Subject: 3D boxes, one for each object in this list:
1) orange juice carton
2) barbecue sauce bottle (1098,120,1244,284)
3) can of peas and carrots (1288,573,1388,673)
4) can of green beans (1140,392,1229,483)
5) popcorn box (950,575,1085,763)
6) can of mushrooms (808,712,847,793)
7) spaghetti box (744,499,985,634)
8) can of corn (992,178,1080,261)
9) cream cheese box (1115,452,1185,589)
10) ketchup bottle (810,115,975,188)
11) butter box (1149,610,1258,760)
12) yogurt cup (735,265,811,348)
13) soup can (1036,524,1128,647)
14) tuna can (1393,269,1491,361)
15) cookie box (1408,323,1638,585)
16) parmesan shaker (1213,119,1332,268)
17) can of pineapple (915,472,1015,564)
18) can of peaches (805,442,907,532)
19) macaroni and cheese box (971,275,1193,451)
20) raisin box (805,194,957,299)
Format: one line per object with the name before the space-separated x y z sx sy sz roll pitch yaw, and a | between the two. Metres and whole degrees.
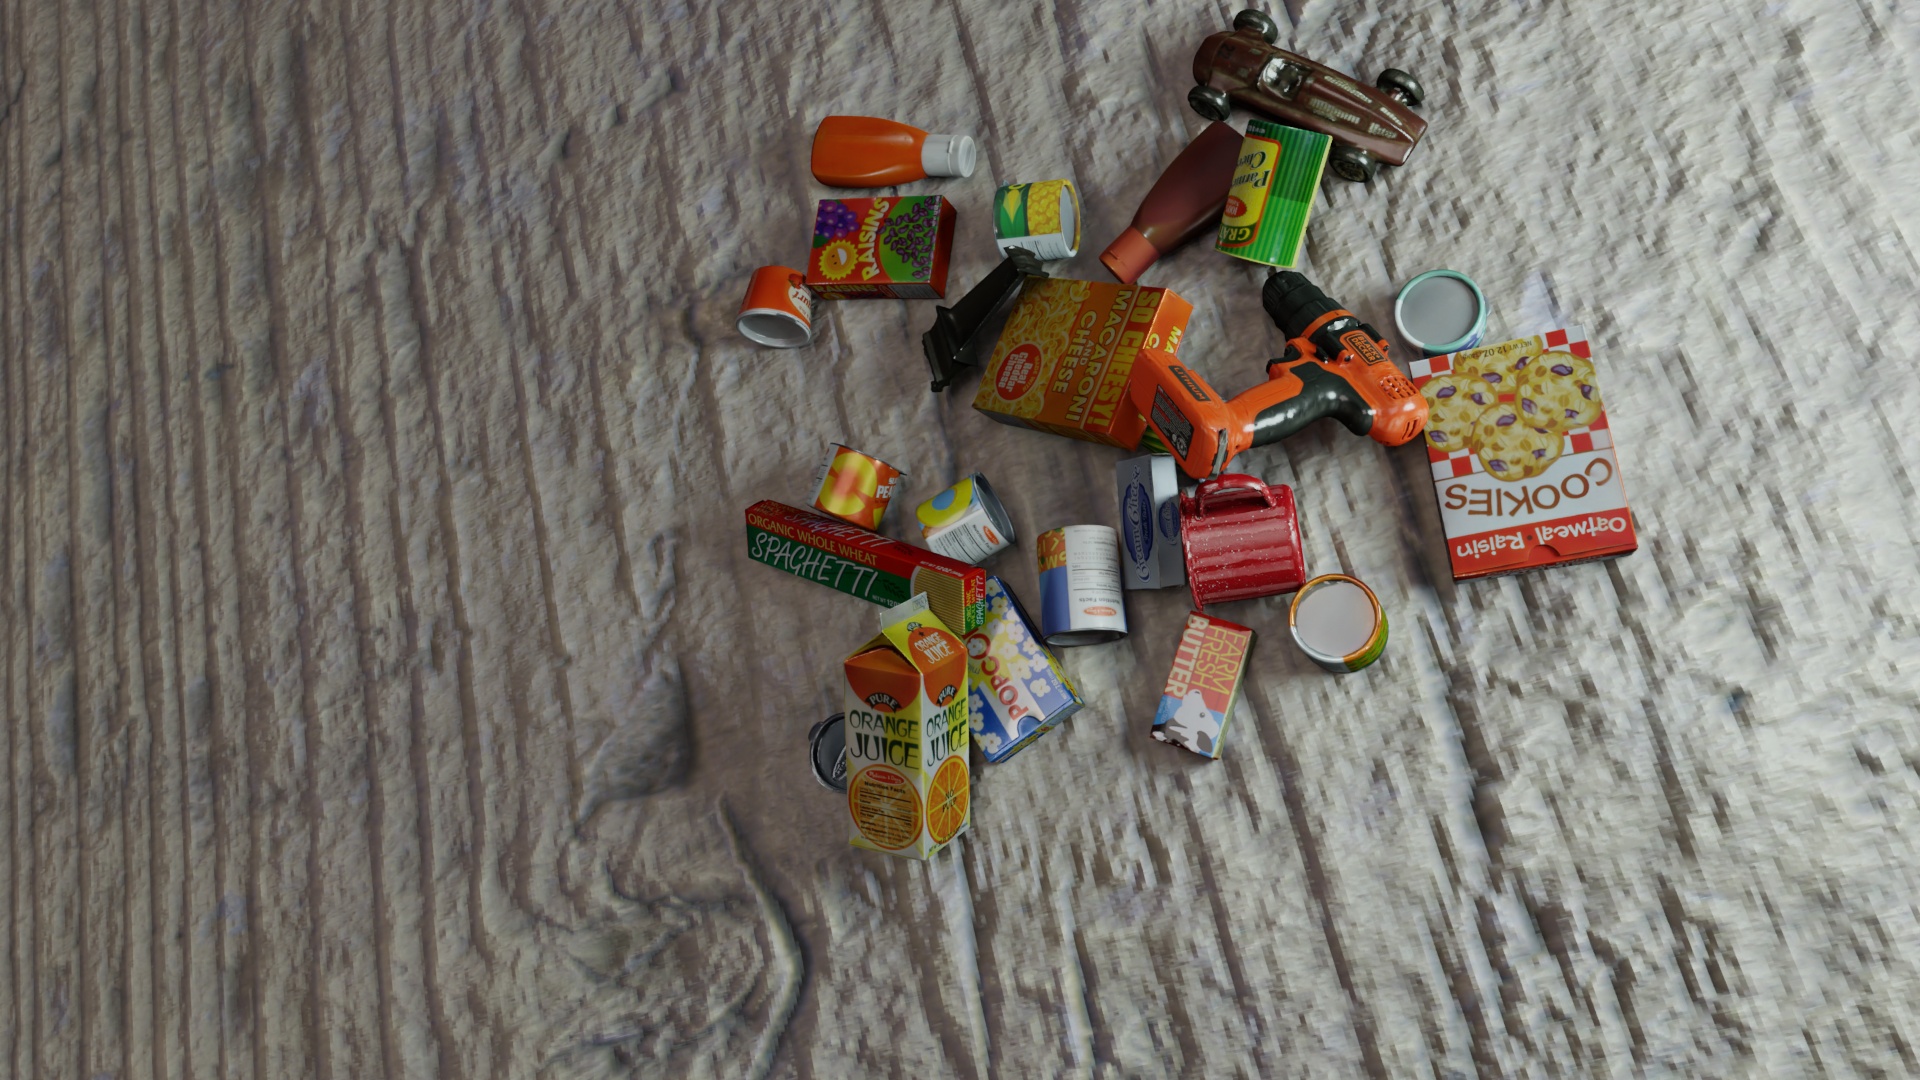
orange juice carton | -0.041 0.140 1.073 0.073 0.072 0.192 5 103 29
barbecue sauce bottle | 0.179 -0.273 1.143 0.148 0.043 0.065 -44 61 7
can of peas and carrots | 0.277 0.059 1.013 0.071 0.058 0.071 -5 76 20
can of green beans | 0.182 -0.087 1.083 0.058 0.071 0.071 35 92 26
popcorn box | 0.030 0.103 1.113 0.085 0.038 0.127 -36 67 9
can of mushrooms | -0.090 0.174 1.146 0.071 0.033 0.071 -5 76 21
spaghetti box | -0.085 0.018 1.149 0.250 0.029 0.050 17 118 36
can of corn | 0.065 -0.272 1.175 0.058 0.071 0.071 -2 77 21
cream cheese box | 0.147 -0.013 1.077 0.053 0.024 0.104 170 97 -65
ketchup bottle | -0.061 -0.350 1.258 0.149 0.043 0.065 9 82 23
butter box | 0.185 0.110 1.056 0.053 0.024 0.103 16 84 24
yogurt cup | -0.166 -0.212 1.256 0.072 0.072 0.054 -1 69 22
soup can | 0.093 0.037 1.090 0.071 0.071 0.084 -9 73 20
tuna can | 0.364 -0.170 1.049 0.071 0.033 0.071 -5 76 21
cookie box | 0.403 -0.061 1.002 0.123 0.040 0.168 -11 73 19
parmesan shaker | 0.243 -0.272 1.087 0.071 0.071 0.102 21 109 25
can of pineapple | 0.004 -0.014 1.138 0.058 0.071 0.071 -29 68 14
can of peaches | -0.089 -0.044 1.182 0.071 0.071 0.058 21 86 25
macaroni and cheese box | 0.095 -0.145 1.112 0.166 0.040 0.124 18 84 50
raisin box | -0.071 -0.262 1.243 0.123 0.040 0.086 3 79 21
